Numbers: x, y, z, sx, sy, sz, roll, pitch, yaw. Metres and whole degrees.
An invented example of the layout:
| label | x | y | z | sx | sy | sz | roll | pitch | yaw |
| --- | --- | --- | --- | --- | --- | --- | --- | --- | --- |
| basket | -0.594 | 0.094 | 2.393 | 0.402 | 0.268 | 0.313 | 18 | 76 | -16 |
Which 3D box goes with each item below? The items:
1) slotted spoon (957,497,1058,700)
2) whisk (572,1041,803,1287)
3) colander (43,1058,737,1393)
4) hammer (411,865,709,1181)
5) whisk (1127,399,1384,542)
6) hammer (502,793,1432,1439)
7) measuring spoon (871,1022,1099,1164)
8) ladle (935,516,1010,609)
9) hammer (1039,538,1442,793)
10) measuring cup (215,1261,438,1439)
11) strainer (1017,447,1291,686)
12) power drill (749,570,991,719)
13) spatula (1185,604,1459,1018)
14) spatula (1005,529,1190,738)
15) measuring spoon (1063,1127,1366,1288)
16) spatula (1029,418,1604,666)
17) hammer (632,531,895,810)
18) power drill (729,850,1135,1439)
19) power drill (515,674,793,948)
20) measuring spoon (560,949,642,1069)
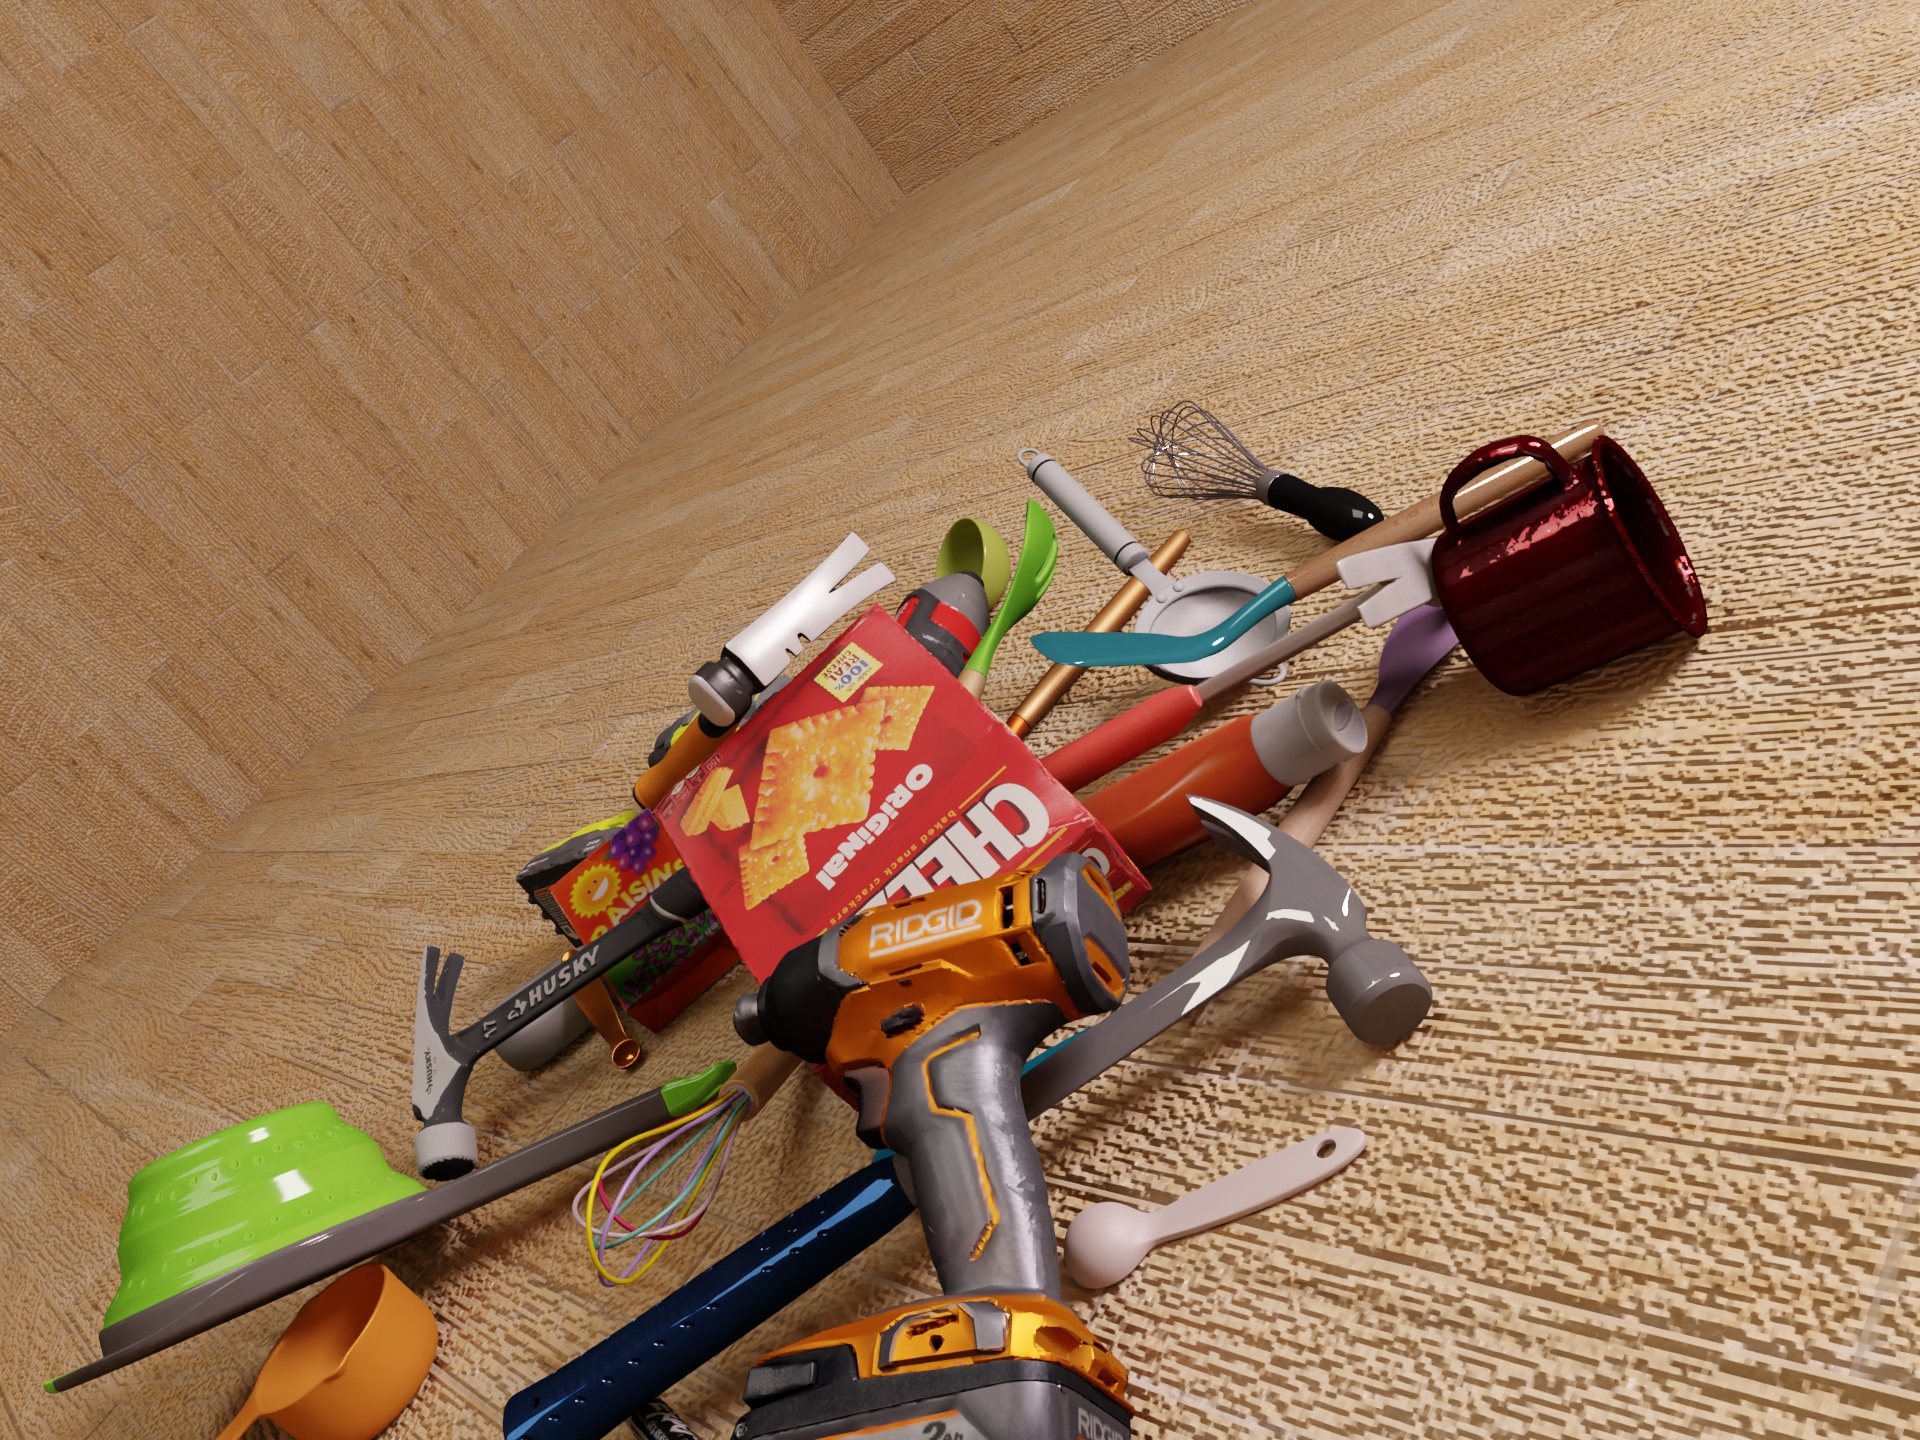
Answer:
| label | x | y | z | sx | sy | sz | roll | pitch | yaw |
| --- | --- | --- | --- | --- | --- | --- | --- | --- | --- |
| slotted spoon | -0.001 | -0.003 | 0.877 | 0.070 | 0.031 | 0.314 | 94 | -162 | -56 |
| whisk | -0.111 | 0.182 | 0.737 | 0.051 | 0.047 | 0.245 | -42 | -1 | 19 |
| colander | -0.317 | 0.240 | 0.878 | 0.397 | 0.094 | 0.204 | -25 | -10 | 4 |
| hammer | -0.186 | 0.117 | 0.940 | 0.409 | 0.036 | 0.149 | -35 | 52 | 20 |
| whisk | 0.184 | -0.153 | 1.011 | 0.070 | 0.070 | 0.285 | -39 | 27 | -3 |
| hammer | -0.014 | 0.177 | 0.647 | 0.405 | 0.035 | 0.144 | -35 | 35 | 4 |
| measuring spoon | 0.021 | 0.171 | 0.691 | 0.128 | 0.021 | 0.042 | -31 | 24 | -5 |
| ladle | -0.072 | -0.022 | 1.149 | 0.320 | 0.062 | 0.078 | -49 | 22 | -18 |
| hammer | 0.082 | 0.009 | 0.798 | 0.359 | 0.037 | 0.149 | -31 | -8 | 34 |
| measuring cup | -0.343 | 0.366 | 0.818 | 0.174 | 0.052 | 0.095 | -49 | 24 | -20 |
| strainer | 0.105 | -0.088 | 0.915 | 0.087 | 0.050 | 0.259 | -31 | 53 | -10 |
| power drill | -0.063 | -0.007 | 1.006 | 0.219 | 0.078 | 0.143 | -38 | 17 | 41 |
| spatula | 0.180 | 0.015 | 0.738 | 0.316 | 0.018 | 0.060 | -50 | 19 | -29 |
| spatula | 0.045 | -0.021 | 0.984 | 0.323 | 0.041 | 0.081 | -48 | 3 | -26 |
| measuring spoon | 0.088 | 0.171 | 0.577 | 0.124 | 0.018 | 0.034 | -30 | 23 | 19 |
| spatula | 0.190 | -0.090 | 0.827 | 0.317 | 0.044 | 0.082 | -27 | 15 | -2 |
| hammer | -0.140 | -0.005 | 0.948 | 0.127 | 0.034 | 0.337 | -45 | 3 | -27 |
| power drill | -0.019 | 0.164 | 0.571 | 0.164 | 0.084 | 0.227 | -17 | 47 | 22 |
| power drill | -0.220 | 0.065 | 1.185 | 0.171 | 0.080 | 0.223 | -19 | 26 | 40 |
| measuring spoon | -0.226 | 0.181 | 0.998 | 0.021 | 0.011 | 0.117 | -39 | 44 | -8 |
